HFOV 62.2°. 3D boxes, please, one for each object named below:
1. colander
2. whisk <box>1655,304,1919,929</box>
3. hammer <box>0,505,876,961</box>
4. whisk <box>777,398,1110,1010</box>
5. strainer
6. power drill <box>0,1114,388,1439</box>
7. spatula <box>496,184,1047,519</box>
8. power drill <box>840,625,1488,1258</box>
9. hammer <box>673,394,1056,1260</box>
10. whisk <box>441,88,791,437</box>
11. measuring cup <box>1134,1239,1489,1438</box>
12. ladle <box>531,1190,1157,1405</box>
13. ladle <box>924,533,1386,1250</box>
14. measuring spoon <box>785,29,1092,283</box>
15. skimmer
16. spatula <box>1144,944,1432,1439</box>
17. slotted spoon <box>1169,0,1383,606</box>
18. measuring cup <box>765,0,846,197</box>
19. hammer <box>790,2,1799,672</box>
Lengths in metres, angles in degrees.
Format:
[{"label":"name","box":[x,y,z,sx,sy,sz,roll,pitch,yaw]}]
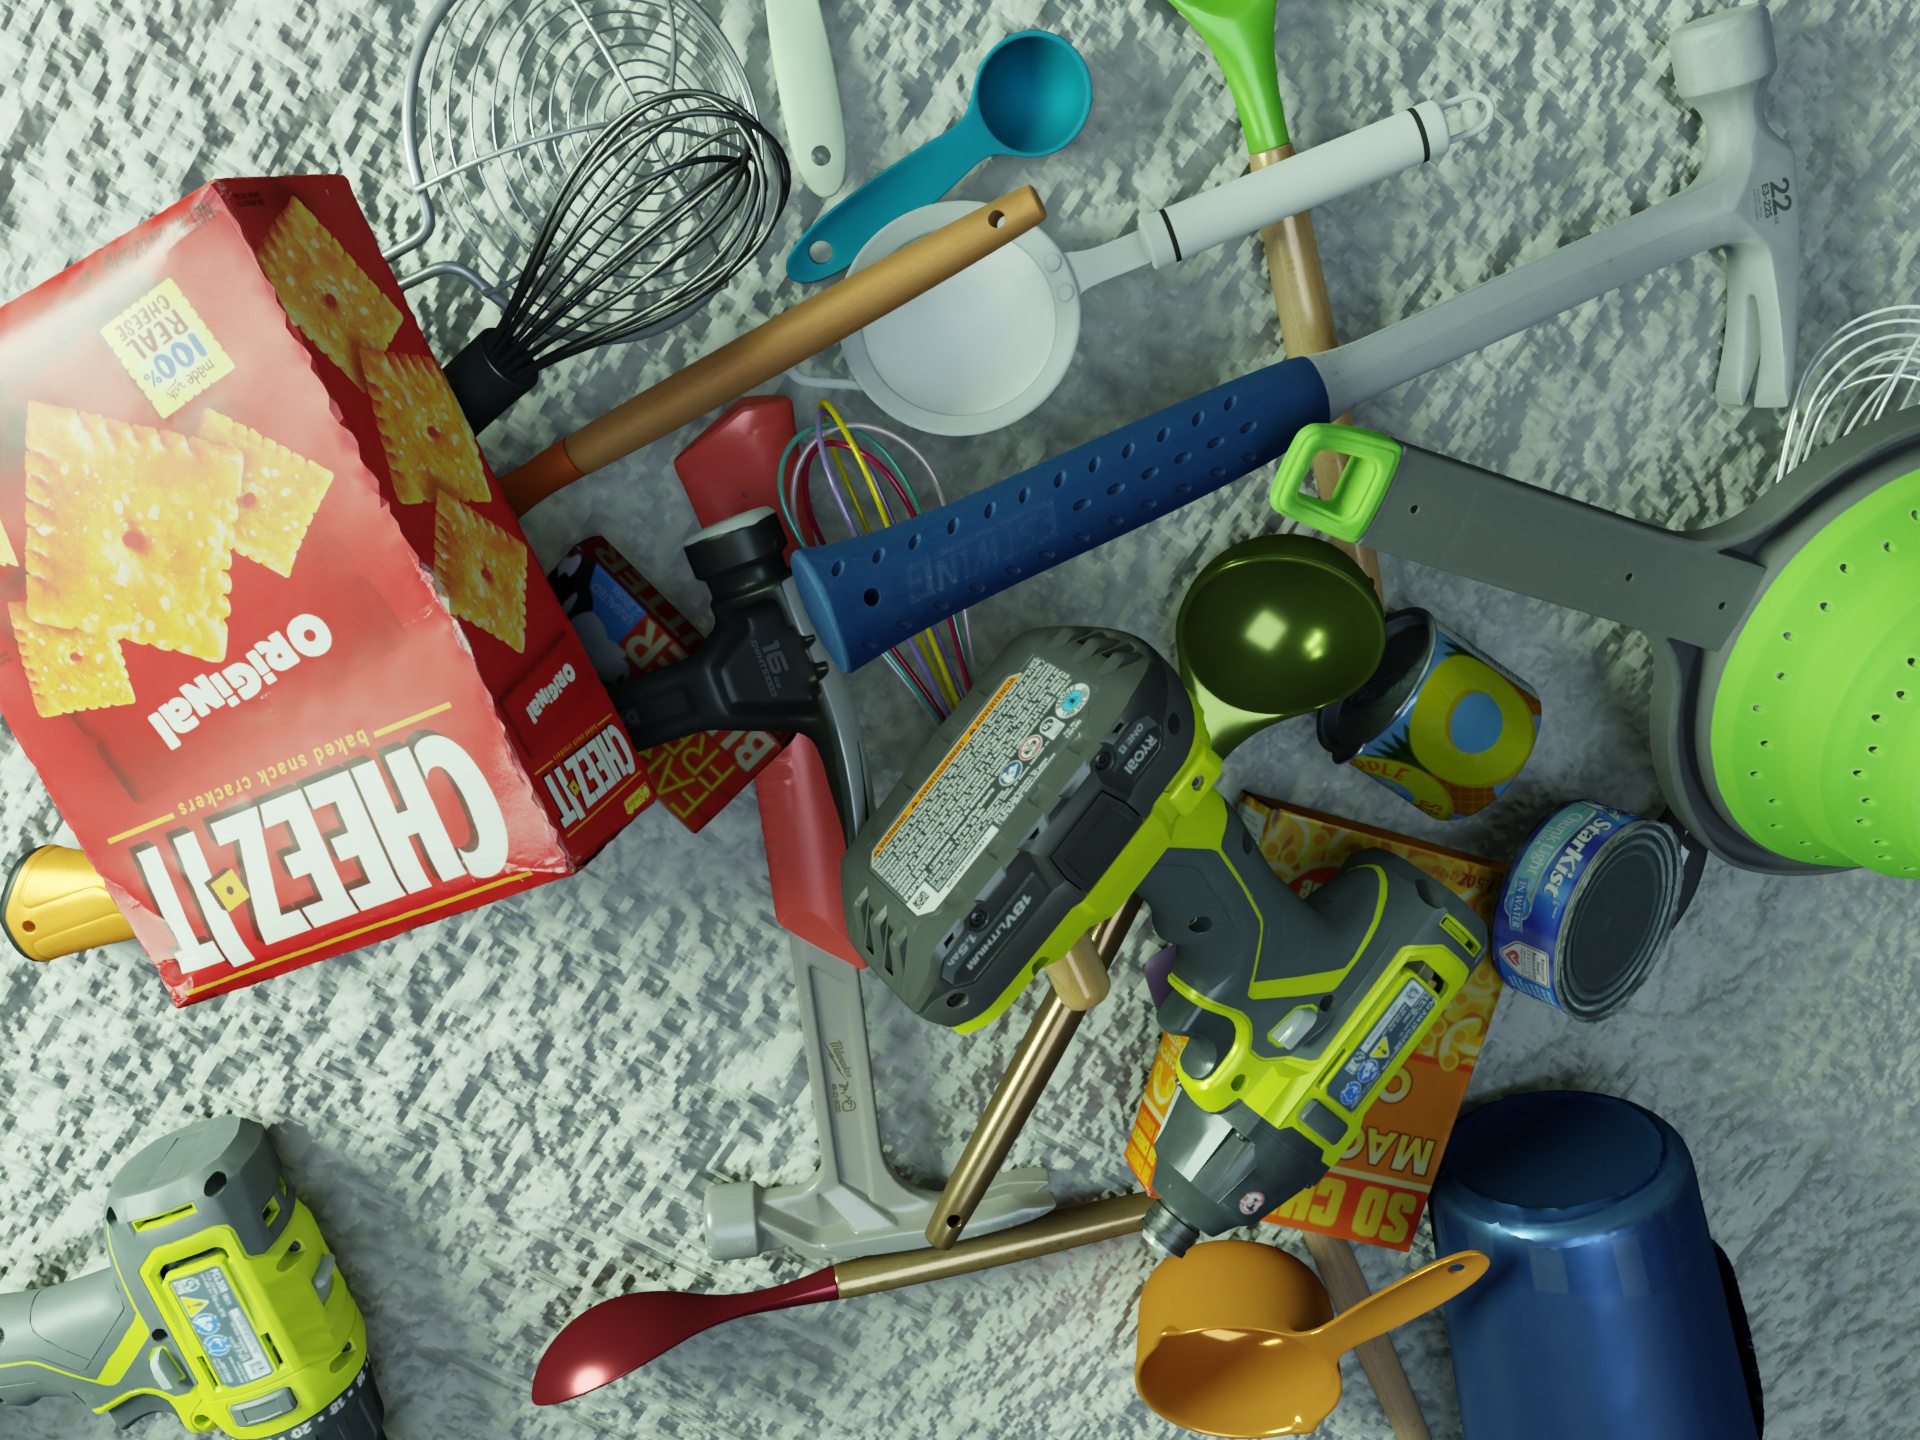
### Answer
[{"label":"colander","box":[0.294,-0.024,0.551,0.397,0.095,0.204,13,114,-19]},{"label":"whisk","box":[0.326,-0.027,0.643,0.070,0.070,0.284,14,110,-11]},{"label":"hammer","box":[-0.197,0.035,0.572,0.337,0.034,0.127,-17,101,13]},{"label":"whisk","box":[-0.001,-0.001,0.576,0.051,0.047,0.245,-33,104,-36]},{"label":"strainer","box":[0.063,-0.164,0.561,0.258,0.050,0.087,-20,82,7]},{"label":"power drill","box":[-0.356,0.281,0.646,0.228,0.080,0.190,-18,108,-4]},{"label":"spatula","box":[-0.117,-0.102,0.550,0.322,0.041,0.081,-25,91,16]},{"label":"power drill","box":[0.073,0.086,0.556,0.223,0.080,0.171,40,87,-32]},{"label":"hammer","box":[-0.050,0.053,0.631,0.149,0.037,0.359,-7,108,-4]},{"label":"whisk","box":[-0.146,-0.114,0.501,0.239,0.055,0.055,-31,109,28]},{"label":"measuring cup","box":[0.149,0.244,0.677,0.095,0.052,0.173,38,121,-20]},{"label":"ladle","box":[-0.028,0.238,0.686,0.315,0.069,0.031,-11,90,-9]},{"label":"ladle","box":[0.065,0.074,0.621,0.078,0.062,0.320,27,96,-8]},{"label":"measuring spoon","box":[-0.011,-0.200,0.573,0.128,0.021,0.042,-33,116,13]},{"label":"skimmer","box":[-0.238,-0.138,0.555,0.363,0.090,0.127,-24,121,12]},{"label":"spatula","box":[0.164,0.226,0.717,0.060,0.018,0.315,-25,107,-1]},{"label":"slotted spoon","box":[0.117,-0.183,0.584,0.070,0.031,0.313,-18,110,-1]},{"label":"measuring cup","box":[-0.060,-0.262,0.532,0.083,0.038,0.167,-11,106,-3]},{"label":"hammer","box":[0.134,-0.113,0.554,0.405,0.035,0.144,-26,110,-14]}]
